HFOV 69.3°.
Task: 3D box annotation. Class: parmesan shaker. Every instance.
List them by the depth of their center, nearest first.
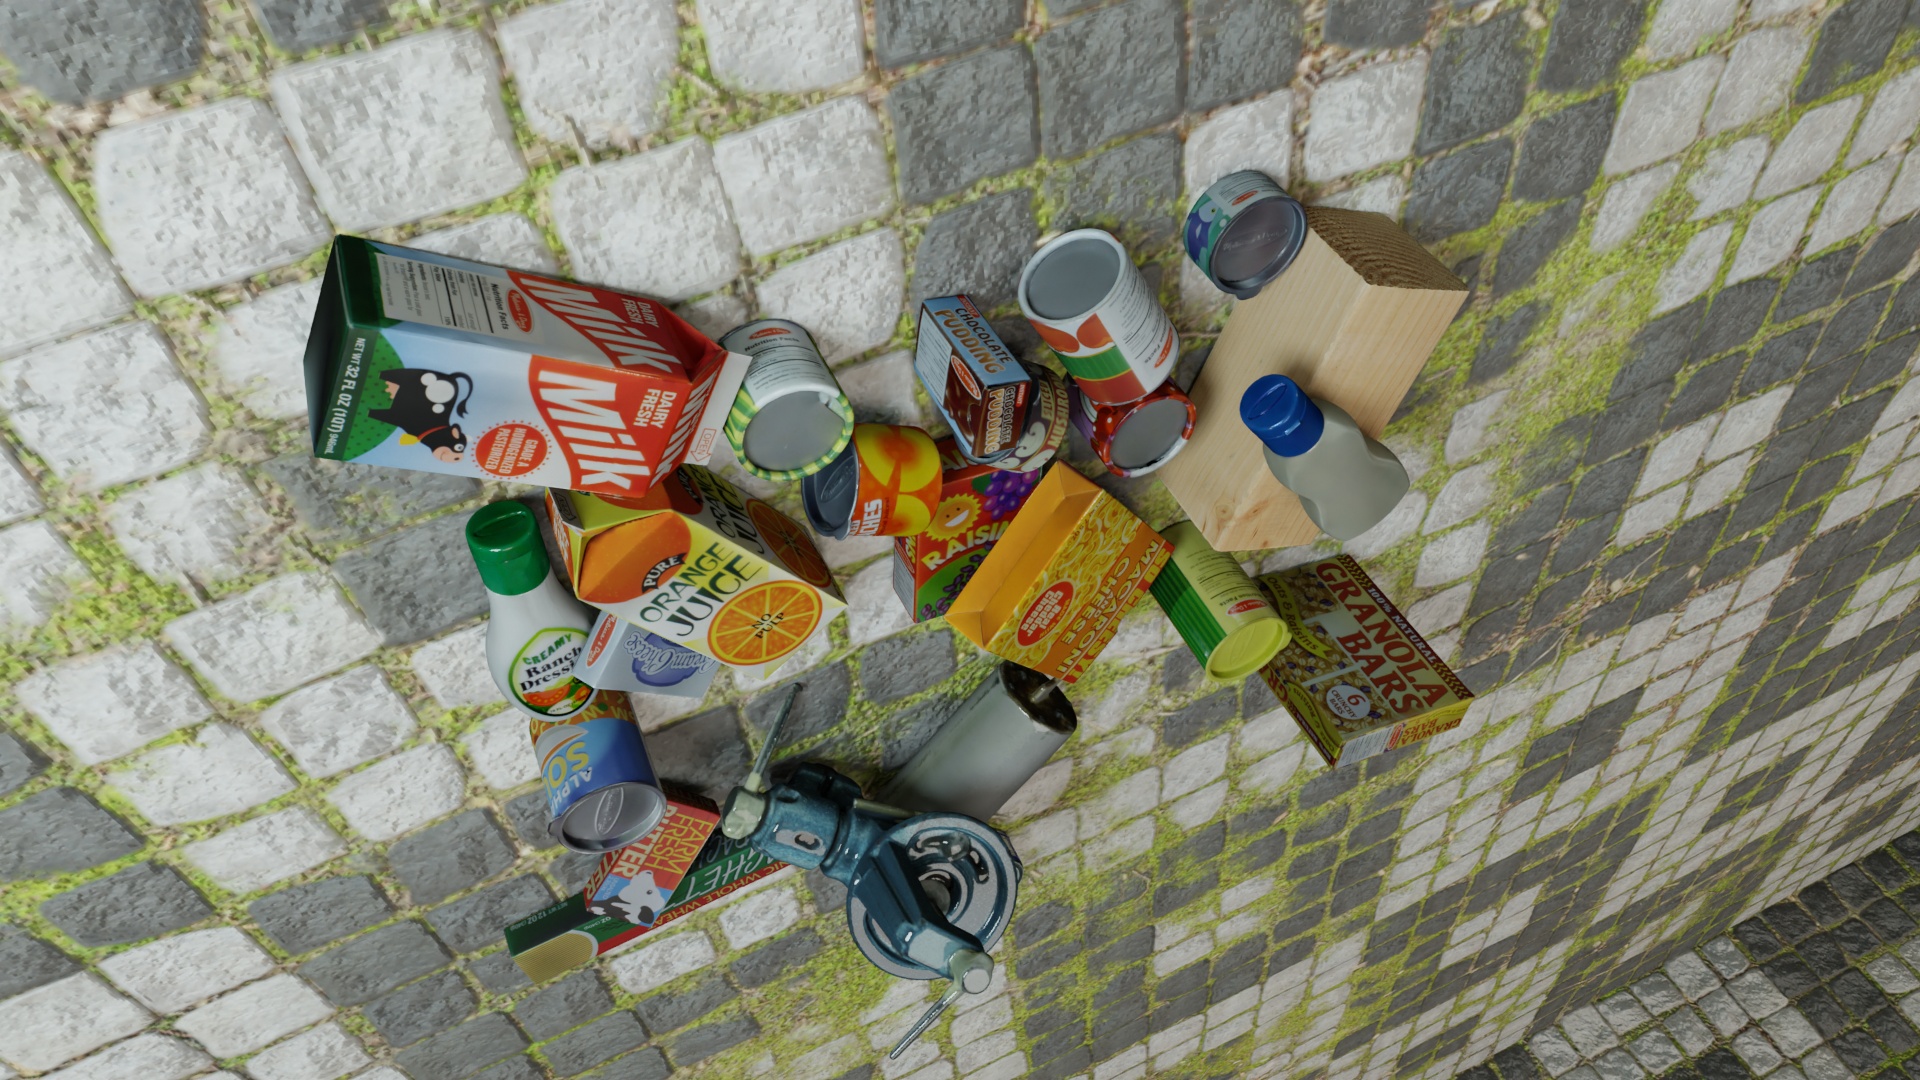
[{"bbox_3d":[0.183,0.043,1.008,0.071,0.103,0.071,-18,140,-16],"label":"parmesan shaker"}]

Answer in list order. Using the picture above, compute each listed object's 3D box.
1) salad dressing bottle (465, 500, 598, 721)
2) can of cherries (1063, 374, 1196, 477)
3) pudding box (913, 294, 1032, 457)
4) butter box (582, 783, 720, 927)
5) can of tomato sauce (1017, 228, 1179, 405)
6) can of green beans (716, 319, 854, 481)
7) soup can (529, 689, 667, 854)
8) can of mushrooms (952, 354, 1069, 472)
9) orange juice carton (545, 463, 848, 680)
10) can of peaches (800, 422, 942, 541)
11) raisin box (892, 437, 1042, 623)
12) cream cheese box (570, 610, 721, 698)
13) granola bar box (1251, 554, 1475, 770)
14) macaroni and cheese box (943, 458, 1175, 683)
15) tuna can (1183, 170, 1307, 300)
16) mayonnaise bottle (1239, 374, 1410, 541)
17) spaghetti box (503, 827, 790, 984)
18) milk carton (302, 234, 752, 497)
[{"bbox_3d":[-0.238,0.041,0.772,0.064,0.044,0.146,-26,142,-21],"label":"salad dressing bottle"},{"bbox_3d":[0.102,-0.082,0.855,0.072,0.058,0.071,-19,140,-16],"label":"can of cherries"},{"bbox_3d":[0.005,-0.091,0.760,0.030,0.084,0.049,-12,137,-23],"label":"pudding box"},{"bbox_3d":[-0.216,0.219,0.972,0.053,0.024,0.103,25,104,-31],"label":"butter box"},{"bbox_3d":[0.077,-0.126,0.788,0.071,0.071,0.083,-37,141,7],"label":"can of tomato sauce"},{"bbox_3d":[-0.096,-0.073,0.733,0.071,0.058,0.071,-18,140,-16],"label":"can of green beans"},{"bbox_3d":[-0.226,0.139,0.853,0.071,0.084,0.071,-18,139,-16],"label":"soup can"},{"bbox_3d":[0.031,-0.074,0.808,0.033,0.071,0.070,13,124,-42],"label":"can of mushrooms"},{"bbox_3d":[-0.156,0.004,0.765,0.073,0.072,0.192,-42,141,12],"label":"orange juice carton"},{"bbox_3d":[-0.051,-0.033,0.797,0.058,0.071,0.071,0,132,-35],"label":"can of peaches"},{"bbox_3d":[0.003,-0.011,0.882,0.086,0.040,0.122,-17,140,-18],"label":"raisin box"},{"bbox_3d":[-0.178,0.063,0.819,0.053,0.024,0.104,-62,153,4],"label":"cream cheese box"},{"bbox_3d":[0.296,0.089,1.083,0.124,0.166,0.038,-13,137,-21],"label":"granola bar box"},{"bbox_3d":[0.071,0.027,0.915,0.123,0.040,0.166,-54,152,4],"label":"macaroni and cheese box"},{"bbox_3d":[0.166,-0.179,0.815,0.071,0.033,0.070,-18,140,-16],"label":"tuna can"},{"bbox_3d":[0.216,-0.052,0.832,0.064,0.041,0.148,-43,138,13],"label":"mayonnaise bottle"},{"bbox_3d":[-0.210,0.254,1.033,0.250,0.029,0.050,-23,140,-10],"label":"spaghetti box"},{"bbox_3d":[-0.195,-0.074,0.647,0.191,0.074,0.072,6,128,-34],"label":"milk carton"}]
